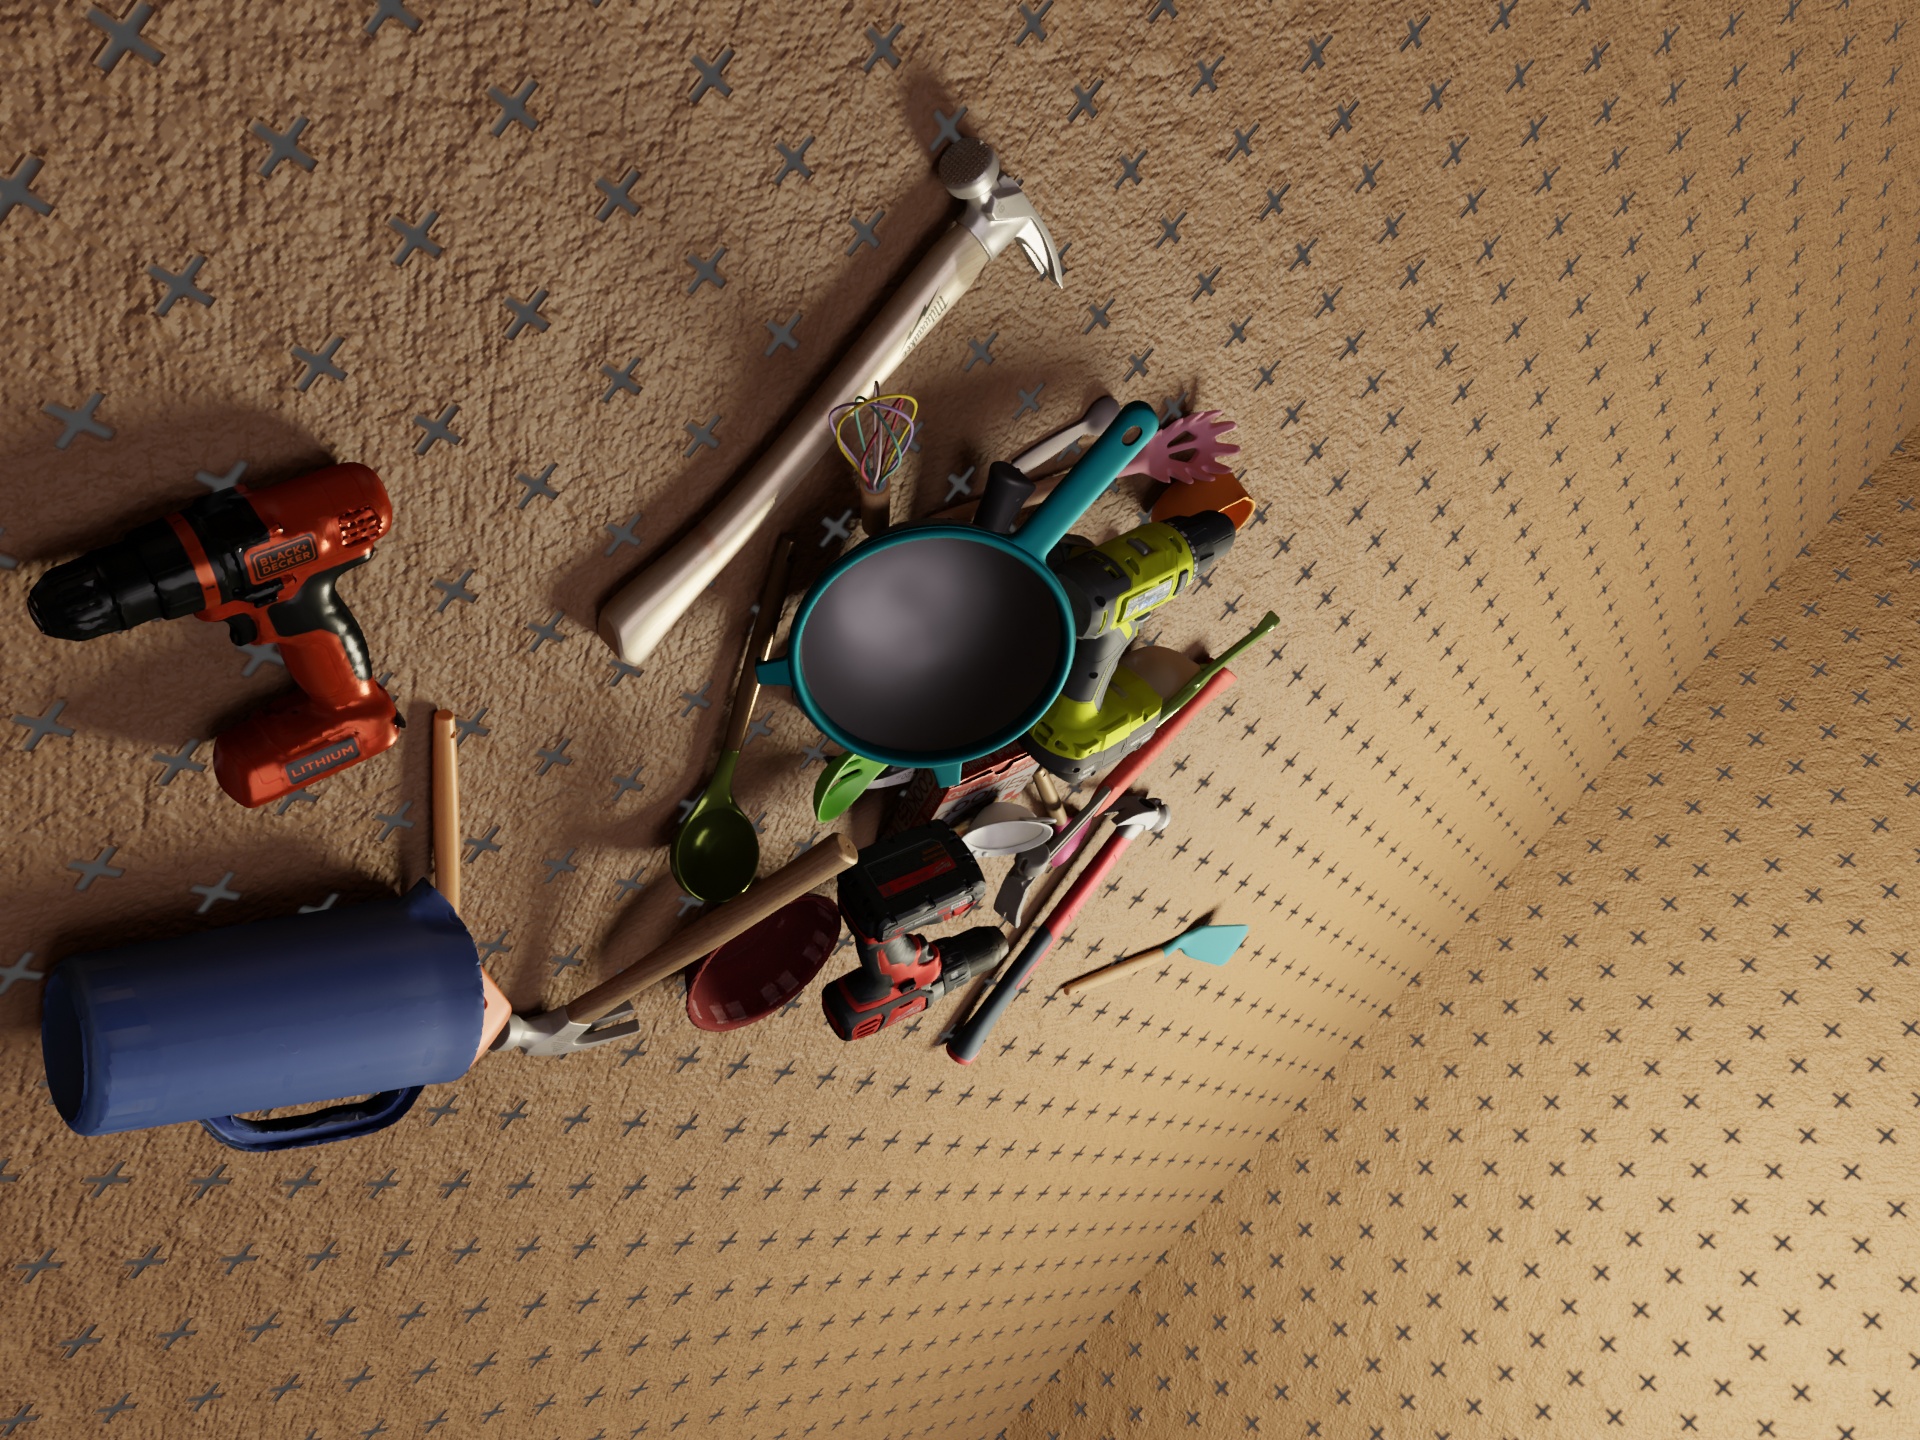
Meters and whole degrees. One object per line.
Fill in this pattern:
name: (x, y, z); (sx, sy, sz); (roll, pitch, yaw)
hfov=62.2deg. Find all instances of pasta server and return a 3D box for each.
pasta server: (0.106, -0.200, 1.311); (0.316, 0.040, 0.060); (-21, 108, -32)

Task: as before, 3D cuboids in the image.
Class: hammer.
hammer: (0.093, 0.242, 1.796); (0.386, 0.038, 0.143); (-55, 155, 17)
hammer: (-0.220, 0.183, 1.276); (0.331, 0.031, 0.130); (-32, 155, 15)
hammer: (-0.093, -0.195, 1.080); (0.410, 0.038, 0.146); (-48, 150, 4)
hammer: (0.163, 0.061, 1.619); (0.359, 0.037, 0.149); (-44, 164, -27)
hammer: (-0.013, -0.070, 1.297); (0.146, 0.035, 0.334); (-18, 145, -38)

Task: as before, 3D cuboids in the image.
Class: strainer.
strainer: (-0.001, 0.133, 1.483); (0.086, 0.050, 0.258); (13, 141, -38)
strainer: (0.015, -0.117, 1.165); (0.210, 0.095, 0.340); (31, 115, -28)
strainer: (0.194, -0.050, 1.499); (0.256, 0.069, 0.151); (-41, 180, 45)

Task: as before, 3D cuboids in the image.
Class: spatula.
spatula: (-0.355, 0.123, 1.128); (0.081, 0.041, 0.322); (-55, 163, -50)
spatula: (0.254, 0.320, 2.088); (0.317, 0.044, 0.082); (-12, 139, -42)

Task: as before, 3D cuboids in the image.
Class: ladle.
ladle: (-0.162, 0.005, 1.212); (0.078, 0.062, 0.320); (-9, 131, -40)

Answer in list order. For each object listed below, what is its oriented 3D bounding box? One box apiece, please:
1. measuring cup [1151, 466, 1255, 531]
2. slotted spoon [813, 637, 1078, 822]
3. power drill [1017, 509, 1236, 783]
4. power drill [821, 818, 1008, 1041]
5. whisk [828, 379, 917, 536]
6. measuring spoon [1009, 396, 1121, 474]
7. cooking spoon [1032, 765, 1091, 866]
measuring cup: (0.183, -0.180, 1.398); (0.173, 0.052, 0.095); (-15, 156, -40)
slotted spoon: (-0.002, -0.004, 1.341); (0.314, 0.031, 0.070); (-30, 151, -27)
power drill: (0.140, -0.070, 1.342); (0.190, 0.080, 0.228); (-28, 147, -34)
power drill: (-0.032, 0.190, 1.438); (0.188, 0.080, 0.226); (-21, 145, -23)
whisk: (-0.054, -0.168, 1.072); (0.047, 0.051, 0.245); (-47, 175, -10)
measuring spoon: (0.084, -0.220, 1.279); (0.124, 0.018, 0.034); (-34, 147, -18)
cooking spoon: (0.098, 0.093, 1.615); (0.069, 0.017, 0.318); (-50, 161, -8)
